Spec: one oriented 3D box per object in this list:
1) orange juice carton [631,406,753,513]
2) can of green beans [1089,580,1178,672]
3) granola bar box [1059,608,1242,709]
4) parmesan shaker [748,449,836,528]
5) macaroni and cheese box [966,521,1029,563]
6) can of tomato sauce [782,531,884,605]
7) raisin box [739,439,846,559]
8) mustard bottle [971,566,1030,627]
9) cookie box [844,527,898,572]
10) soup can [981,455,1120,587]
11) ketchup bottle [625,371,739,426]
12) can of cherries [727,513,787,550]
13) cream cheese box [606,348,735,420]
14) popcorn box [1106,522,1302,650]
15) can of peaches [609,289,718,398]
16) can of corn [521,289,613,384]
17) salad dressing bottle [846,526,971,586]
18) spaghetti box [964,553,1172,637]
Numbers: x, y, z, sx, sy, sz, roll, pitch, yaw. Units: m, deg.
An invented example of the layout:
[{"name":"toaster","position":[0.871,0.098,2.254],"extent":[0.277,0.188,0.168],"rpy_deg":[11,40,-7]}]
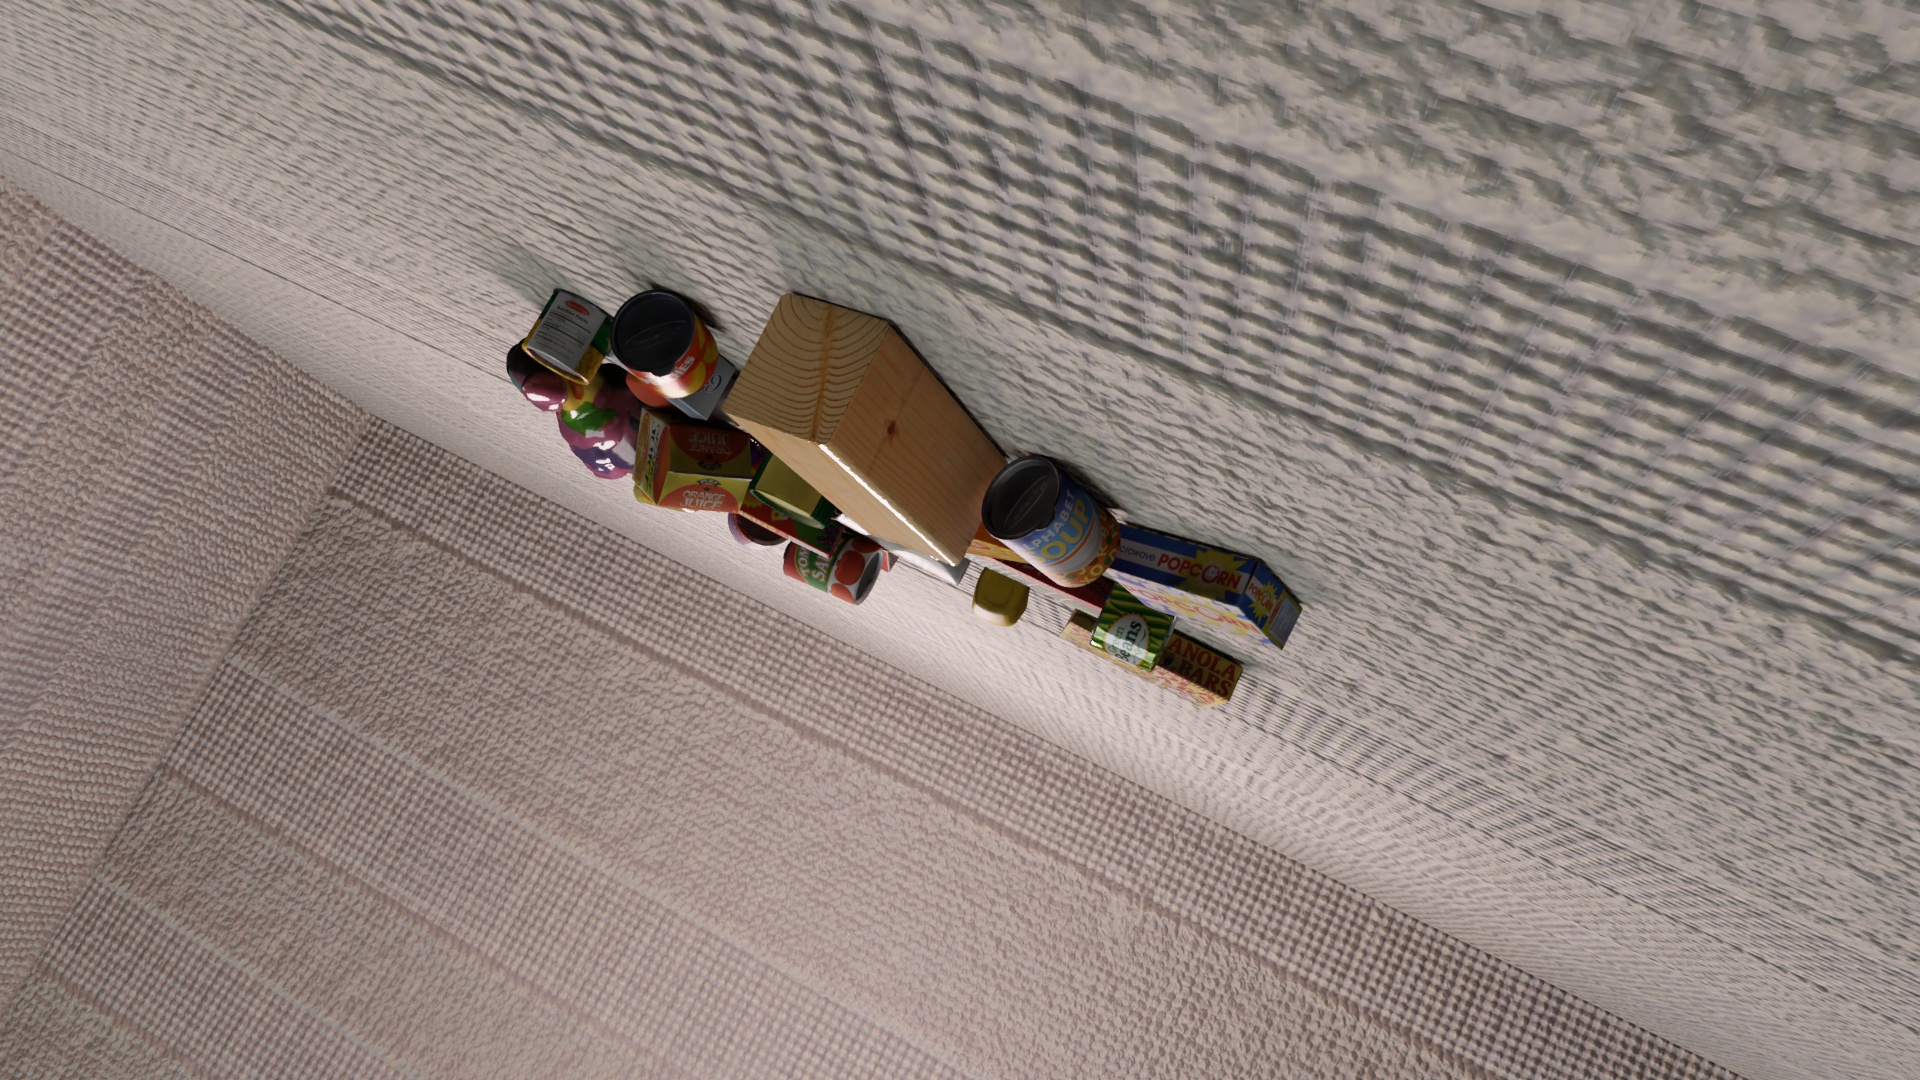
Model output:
[{"name":"orange juice carton","position":[-0.238,-0.070,1.230],"extent":[0.072,0.073,0.193],"rpy_deg":[6,-172,-22]},{"name":"can of green beans","position":[0.150,0.072,1.188],"extent":[0.058,0.071,0.071],"rpy_deg":[24,169,13]},{"name":"granola bar box","position":[0.184,0.108,1.359],"extent":[0.165,0.039,0.124],"rpy_deg":[26,170,4]},{"name":"parmesan shaker","position":[-0.110,-0.069,1.042],"extent":[0.071,0.103,0.071],"rpy_deg":[26,169,5]},{"name":"macaroni and cheese box","position":[0.004,-0.014,1.135],"extent":[0.124,0.040,0.166],"rpy_deg":[17,175,-28]},{"name":"can of tomato sauce","position":[-0.129,0.021,1.416],"extent":[0.083,0.071,0.071],"rpy_deg":[23,169,12]},{"name":"raisin box","position":[-0.161,-0.047,1.329],"extent":[0.123,0.086,0.040],"rpy_deg":[27,171,0]},{"name":"mustard bottle","position":[0.043,0.057,1.400],"extent":[0.049,0.065,0.160],"rpy_deg":[21,173,7]},{"name":"cookie box","position":[-0.141,-0.030,1.495],"extent":[0.167,0.040,0.122],"rpy_deg":[27,169,4]},{"name":"soup can","position":[0.067,-0.011,0.986],"extent":[0.071,0.071,0.083],"rpy_deg":[16,165,46]},{"name":"ketchup bottle","position":[-0.227,-0.128,1.212],"extent":[0.149,0.043,0.064],"rpy_deg":[17,170,42]},{"name":"can of cherries","position":[-0.198,-0.027,1.393],"extent":[0.071,0.071,0.058],"rpy_deg":[29,169,-12]},{"name":"cream cheese box","position":[-0.232,-0.144,1.121],"extent":[0.024,0.053,0.103],"rpy_deg":[16,165,40]},{"name":"popcorn box","position":[0.174,0.033,1.015],"extent":[0.127,0.038,0.085],"rpy_deg":[18,166,41]},{"name":"can of peaches","position":[-0.221,-0.145,1.045],"extent":[0.071,0.071,0.058],"rpy_deg":[24,170,13]},{"name":"can of corn","position":[-0.340,-0.177,1.218],"extent":[0.071,0.058,0.071],"rpy_deg":[26,169,6]},{"name":"salad dressing bottle","position":[-0.059,-0.006,1.395],"extent":[0.148,0.044,0.064],"rpy_deg":[26,172,4]},{"name":"spaghetti box","position":[0.078,0.030,1.269],"extent":[0.250,0.029,0.050],"rpy_deg":[25,168,12]}]
